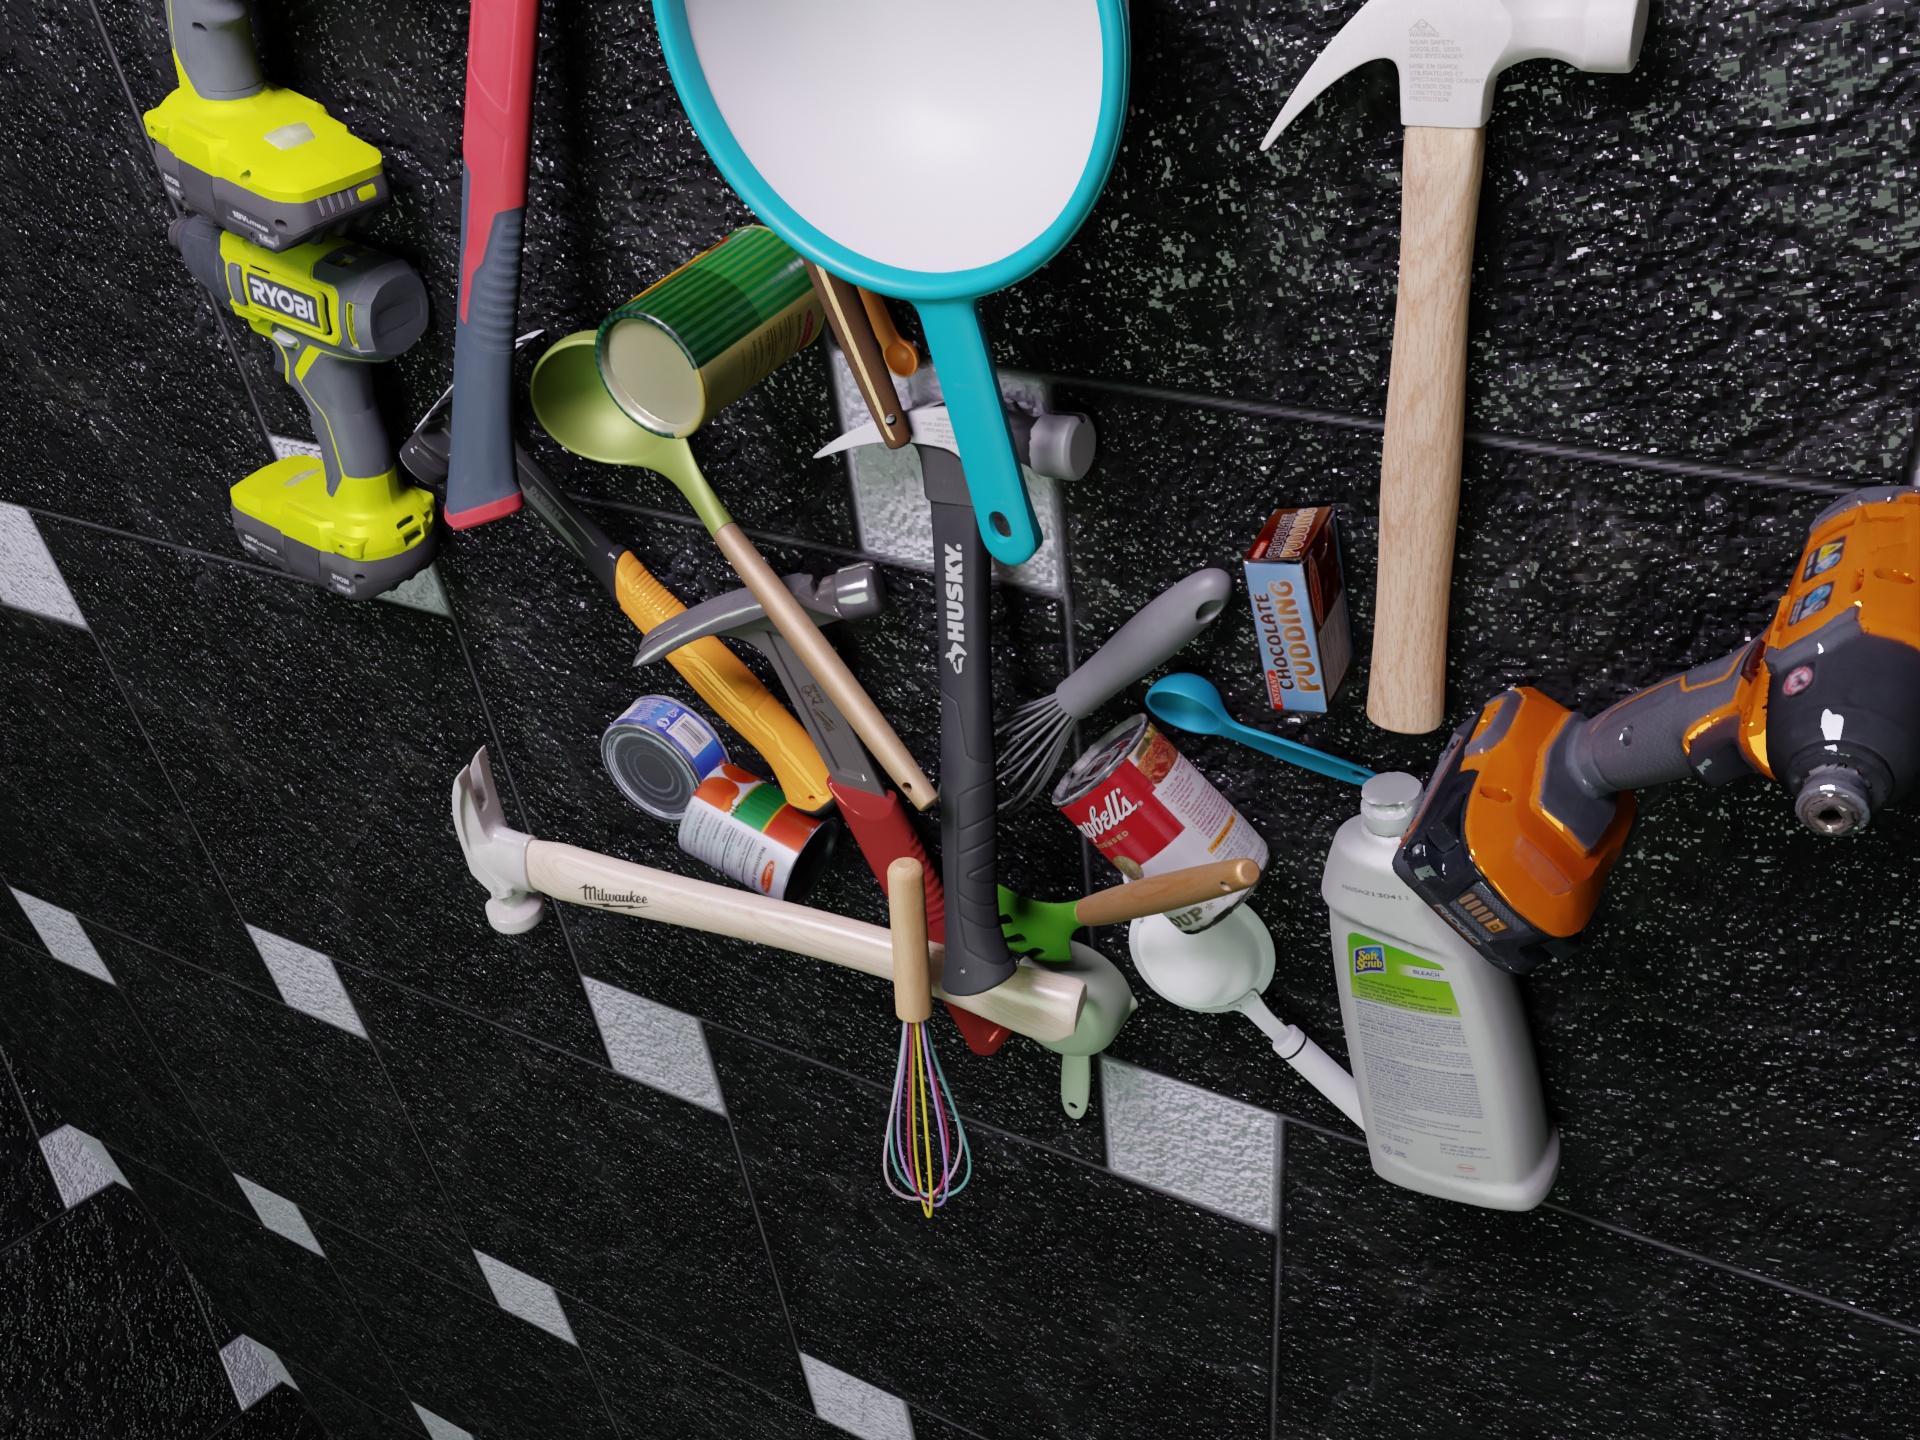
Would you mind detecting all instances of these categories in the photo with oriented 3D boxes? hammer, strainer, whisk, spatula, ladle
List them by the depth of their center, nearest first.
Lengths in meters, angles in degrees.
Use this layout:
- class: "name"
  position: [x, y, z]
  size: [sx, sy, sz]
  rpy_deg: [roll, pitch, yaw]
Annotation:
- class: "hammer"
  position: [0.189, -0.131, 0.654]
  size: [0.130, 0.031, 0.331]
  rpy_deg: [14, 132, 26]
- class: "strainer"
  position: [0.004, -0.230, 0.657]
  size: [0.211, 0.095, 0.340]
  rpy_deg: [9, 132, 33]
- class: "spatula"
  position: [-0.087, -0.265, 0.705]
  size: [0.082, 0.044, 0.317]
  rpy_deg: [-24, 111, 0]
- class: "hammer"
  position: [-0.240, -0.273, 0.782]
  size: [0.143, 0.038, 0.386]
  rpy_deg: [27, 125, 16]
- class: "hammer"
  position: [-0.001, -0.003, 0.837]
  size: [0.146, 0.035, 0.334]
  rpy_deg: [12, 116, 30]
- class: "whisk"
  position: [0.063, -0.010, 0.840]
  size: [0.055, 0.055, 0.239]
  rpy_deg: [44, 133, -5]
- class: "ladle"
  position: [-0.118, -0.078, 0.844]
  size: [0.320, 0.062, 0.078]
  rpy_deg: [53, 129, 10]
- class: "strainer"
  position: [0.185, 0.181, 0.921]
  size: [0.258, 0.050, 0.087]
  rpy_deg: [42, 124, -8]
- class: "whisk"
  position: [-0.024, 0.193, 0.940]
  size: [0.051, 0.047, 0.244]
  rpy_deg: [5, 115, 16]
- class: "hammer"
  position: [-0.183, -0.074, 0.958]
  size: [0.127, 0.034, 0.336]
  rpy_deg: [-33, 105, 36]
- class: "hammer"
  position: [-0.055, 0.072, 0.971]
  size: [0.149, 0.037, 0.358]
  rpy_deg: [-16, 121, 15]
- class: "hammer"
  position: [-0.123, 0.118, 0.983]
  size: [0.411, 0.038, 0.146]
  rpy_deg: [13, 134, 14]

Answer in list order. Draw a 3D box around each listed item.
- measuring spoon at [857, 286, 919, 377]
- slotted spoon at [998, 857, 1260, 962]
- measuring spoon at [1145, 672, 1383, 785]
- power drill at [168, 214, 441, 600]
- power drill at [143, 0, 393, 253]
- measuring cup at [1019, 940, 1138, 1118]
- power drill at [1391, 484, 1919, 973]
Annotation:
- class: "measuring spoon"
  position: [-0.051, -0.220, 0.768]
  size: [0.021, 0.011, 0.116]
  rpy_deg: [-14, 112, 43]
- class: "slotted spoon"
  position: [0.076, 0.099, 0.850]
  size: [0.070, 0.031, 0.314]
  rpy_deg: [45, 158, -5]
- class: "measuring spoon"
  position: [0.157, 0.003, 0.806]
  size: [0.128, 0.021, 0.042]
  rpy_deg: [21, 160, 7]
- class: "power drill"
  position: [-0.405, -0.200, 0.988]
  size: [0.171, 0.080, 0.223]
  rpy_deg: [23, 131, 17]
- class: "power drill"
  position: [-0.357, -0.362, 0.797]
  size: [0.191, 0.080, 0.228]
  rpy_deg: [30, 138, 23]
- class: "measuring cup"
  position: [0.068, 0.213, 1.027]
  size: [0.083, 0.038, 0.167]
  rpy_deg: [17, 131, 23]
- class: "power drill"
  position: [0.278, 0.017, 0.621]
  size: [0.084, 0.164, 0.226]
  rpy_deg: [43, 140, -4]
